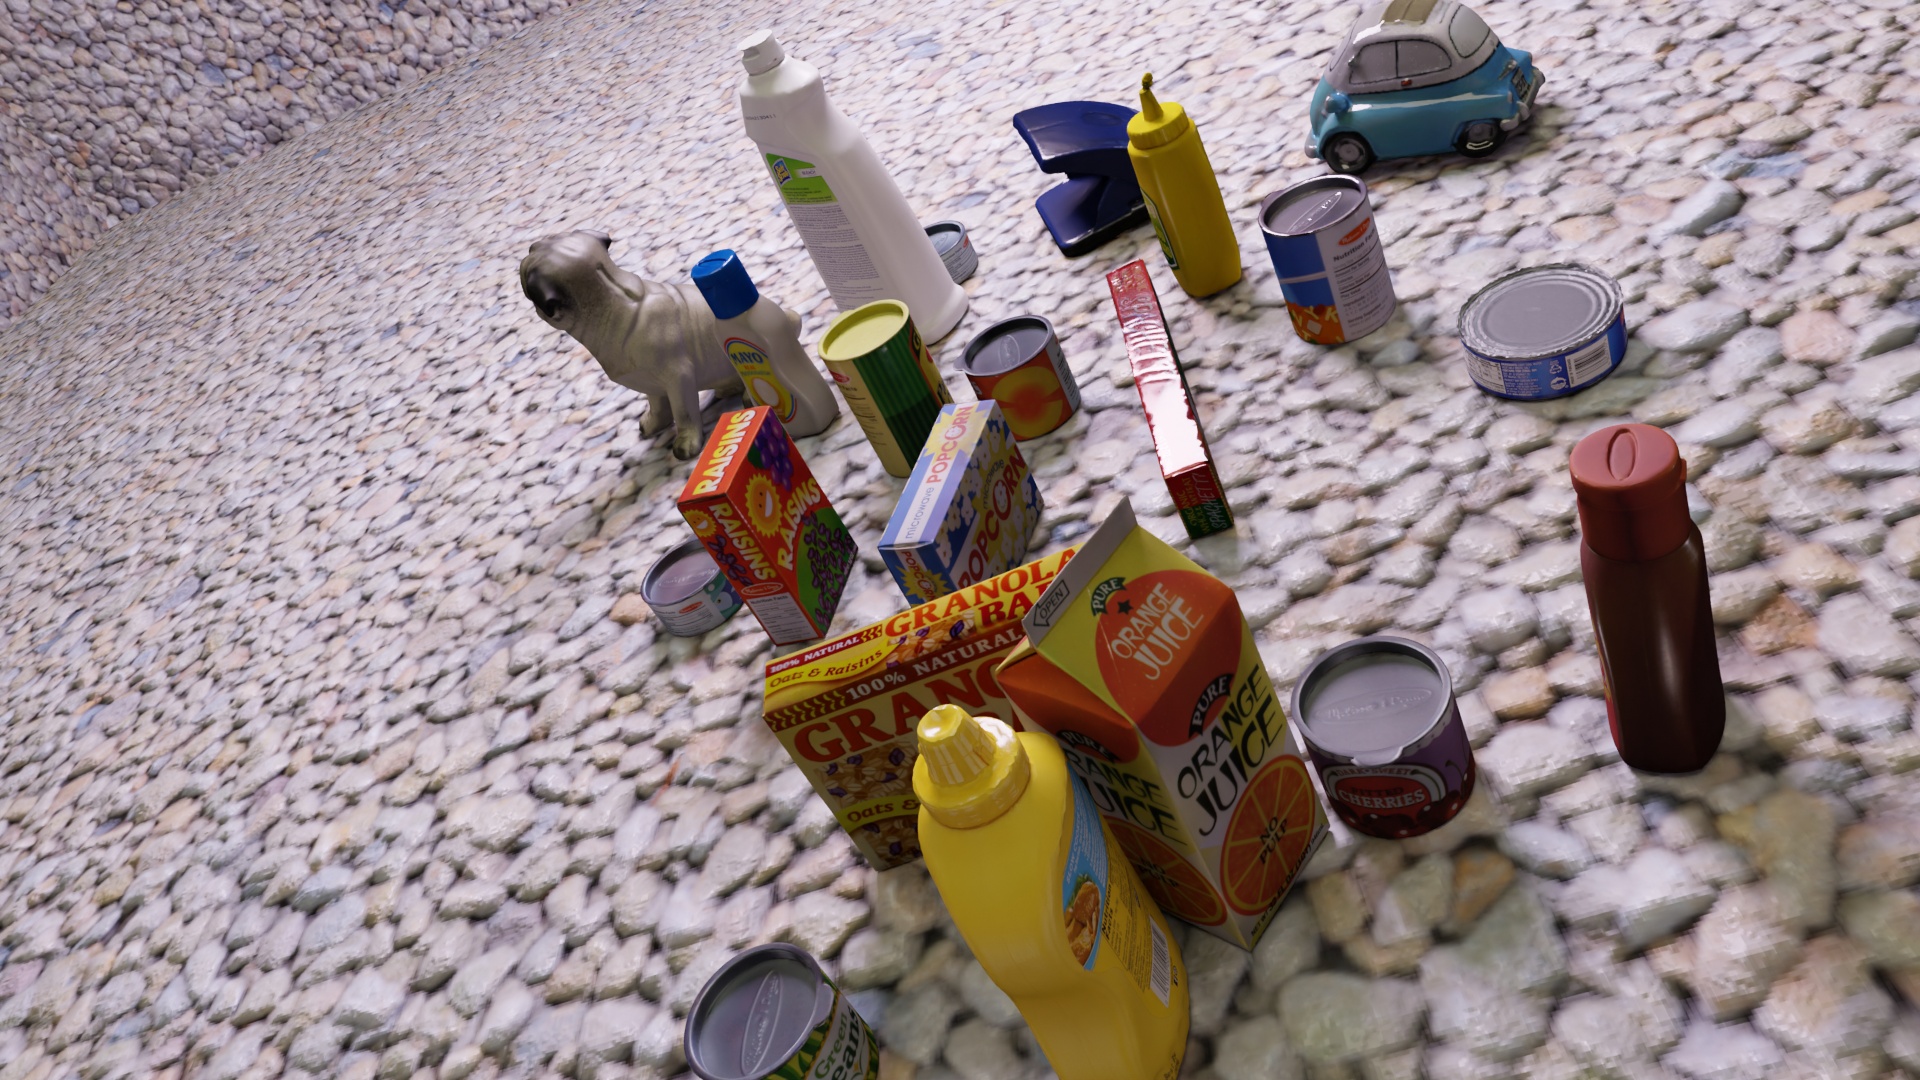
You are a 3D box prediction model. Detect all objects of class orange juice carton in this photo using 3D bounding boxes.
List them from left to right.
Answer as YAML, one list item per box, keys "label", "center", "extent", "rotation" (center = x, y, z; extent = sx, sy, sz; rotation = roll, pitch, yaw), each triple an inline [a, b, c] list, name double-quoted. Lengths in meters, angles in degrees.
- label: "orange juice carton"
  center: [0.079, 0.073, 0.561]
  extent: [0.073, 0.192, 0.072]
  rotation: [14, 53, 44]

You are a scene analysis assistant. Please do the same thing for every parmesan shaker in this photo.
- label: "parmesan shaker"
  center: [-0.045, -0.103, 0.942]
  extent: [0.071, 0.102, 0.072]
  rotation: [-18, 36, 14]

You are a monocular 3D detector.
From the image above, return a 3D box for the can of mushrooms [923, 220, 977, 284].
- label: "can of mushrooms"
  center: [-0.023, -0.233, 1.148]
  extent: [0.071, 0.033, 0.071]
  rotation: [-18, 36, 14]

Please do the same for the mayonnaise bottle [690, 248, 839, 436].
- label: "mayonnaise bottle"
  center: [-0.147, -0.143, 1.022]
  extent: [0.065, 0.147, 0.041]
  rotation: [3, 46, 37]

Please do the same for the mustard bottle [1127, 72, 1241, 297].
- label: "mustard bottle"
  center: [0.146, -0.243, 0.937]
  extent: [0.049, 0.159, 0.065]
  rotation: [-25, 35, 6]

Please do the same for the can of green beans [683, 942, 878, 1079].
- label: "can of green beans"
  center: [-0.076, 0.219, 0.601]
  extent: [0.071, 0.057, 0.071]
  rotation: [-18, 36, 14]

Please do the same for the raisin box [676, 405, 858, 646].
- label: "raisin box"
  center: [-0.116, -0.009, 0.855]
  extent: [0.040, 0.123, 0.086]
  rotation: [-10, 39, 25]

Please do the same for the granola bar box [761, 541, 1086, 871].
- label: "granola bar box"
  center: [0.008, 0.082, 0.658]
  extent: [0.165, 0.123, 0.039]
  rotation: [-21, 36, 10]

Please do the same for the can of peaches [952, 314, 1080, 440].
- label: "can of peaches"
  center: [0.039, -0.108, 0.930]
  extent: [0.071, 0.058, 0.071]
  rotation: [-18, 36, 14]

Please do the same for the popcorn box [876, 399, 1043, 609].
- label: "popcorn box"
  center: [0.003, -0.010, 0.809]
  extent: [0.038, 0.085, 0.127]
  rotation: [-6, 41, 29]

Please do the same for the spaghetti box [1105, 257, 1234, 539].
- label: "spaghetti box"
  center: [0.126, -0.096, 0.863]
  extent: [0.028, 0.050, 0.251]
  rotation: [-20, 36, 12]

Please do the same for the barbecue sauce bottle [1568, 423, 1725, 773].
- label: "barbecue sauce bottle"
  center: [0.266, 0.022, 0.537]
  extent: [0.043, 0.148, 0.065]
  rotation: [-3, 43, 32]

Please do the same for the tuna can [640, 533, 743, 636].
- label: "tuna can"
  center: [-0.176, 0.029, 0.927]
  extent: [0.071, 0.032, 0.071]
  rotation: [-18, 37, 14]

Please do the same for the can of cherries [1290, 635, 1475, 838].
- label: "can of cherries"
  center: [0.181, 0.086, 0.593]
  extent: [0.071, 0.058, 0.072]
  rotation: [-18, 36, 14]

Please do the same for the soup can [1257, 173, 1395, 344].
- label: "soup can"
  center: [0.227, -0.175, 0.864]
  extent: [0.071, 0.083, 0.072]
  rotation: [-18, 36, 14]
